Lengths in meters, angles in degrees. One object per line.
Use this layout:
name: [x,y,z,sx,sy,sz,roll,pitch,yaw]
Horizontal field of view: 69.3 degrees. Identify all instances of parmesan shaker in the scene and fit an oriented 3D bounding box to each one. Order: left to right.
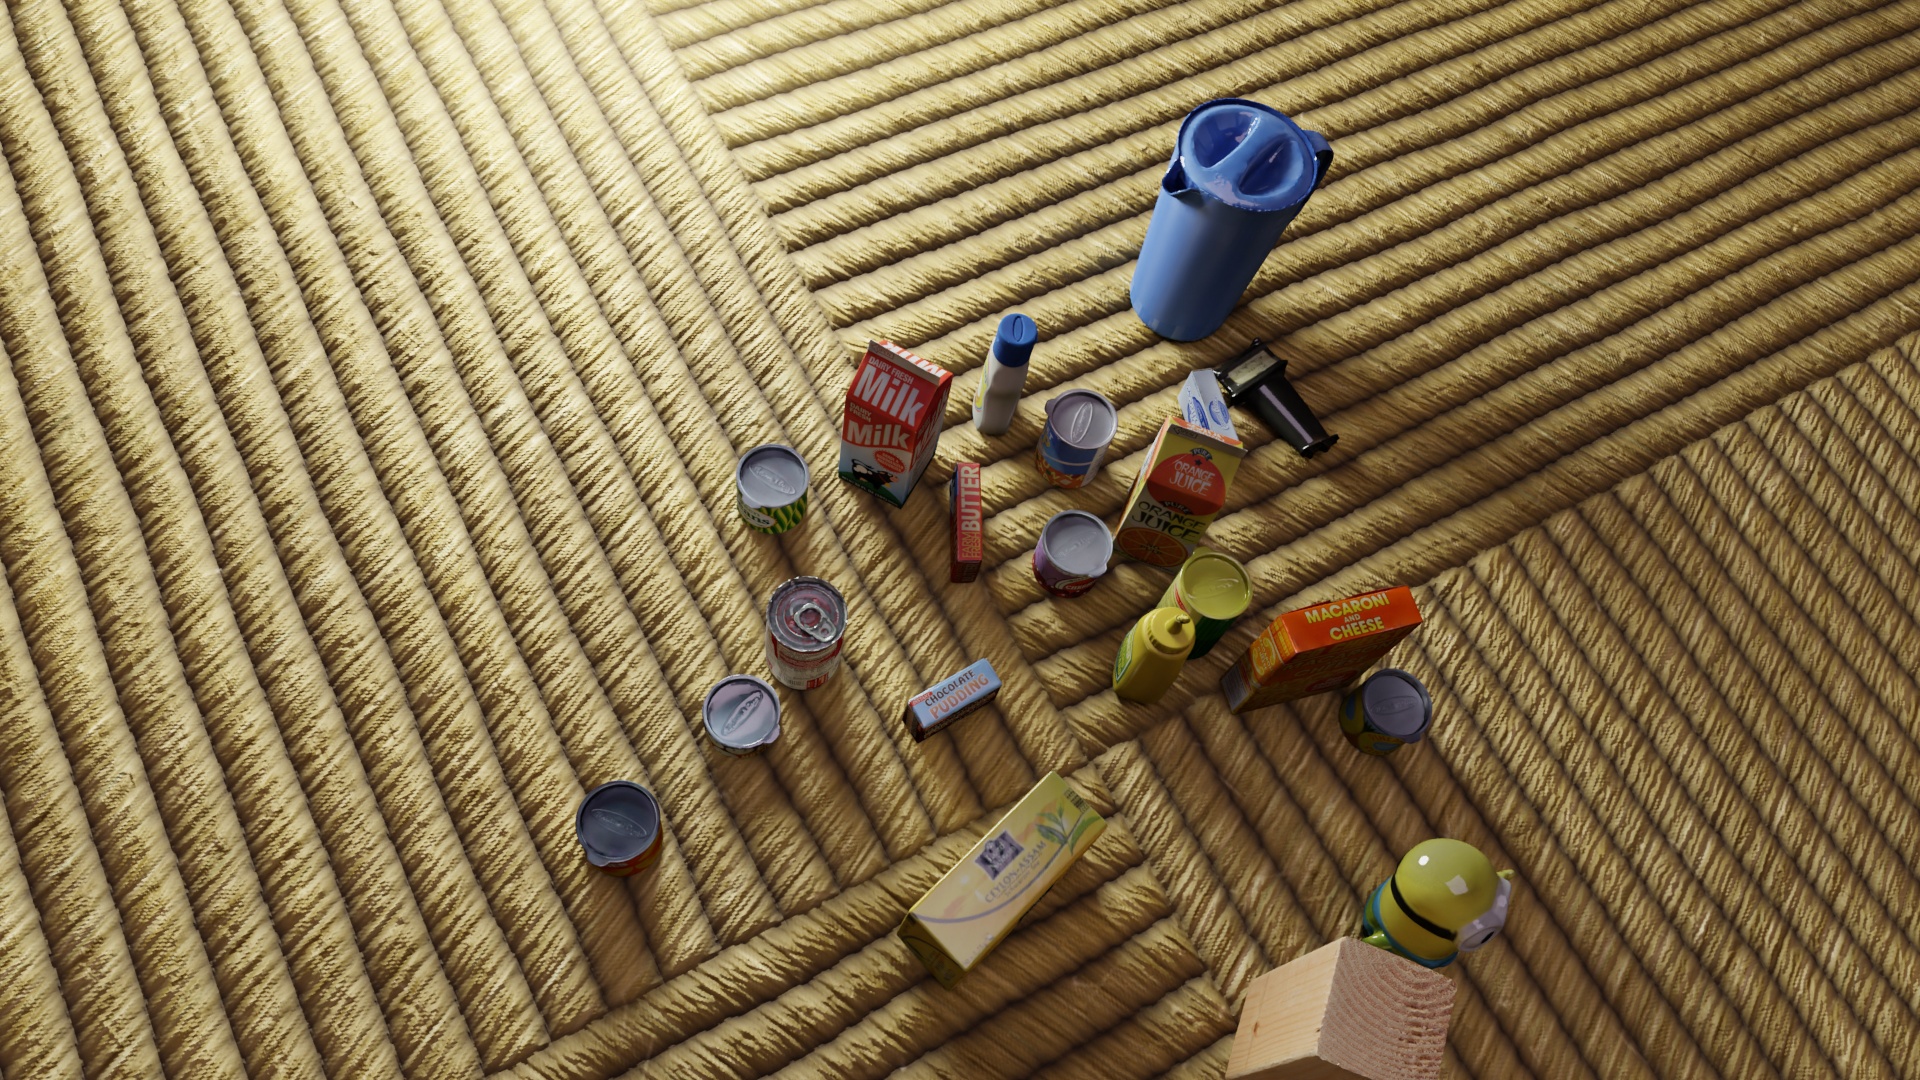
parmesan shaker: [0.217,0.058,1.264,0.071,0.102,0.071,3,64,-7]

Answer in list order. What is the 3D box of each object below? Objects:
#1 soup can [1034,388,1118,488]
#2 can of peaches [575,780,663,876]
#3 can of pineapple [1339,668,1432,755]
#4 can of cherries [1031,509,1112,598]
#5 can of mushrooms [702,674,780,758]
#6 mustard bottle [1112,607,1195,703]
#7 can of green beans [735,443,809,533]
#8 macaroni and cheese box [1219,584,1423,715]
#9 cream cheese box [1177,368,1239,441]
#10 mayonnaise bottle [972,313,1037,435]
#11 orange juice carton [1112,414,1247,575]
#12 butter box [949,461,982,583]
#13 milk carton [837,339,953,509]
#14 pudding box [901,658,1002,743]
soup can: [0.107,-0.098,1.334,0.071,0.083,0.071,3,64,-7]
can of peaches: [-0.277,0.236,1.125,0.071,0.057,0.071,4,64,-7]
can of pineapple: [0.387,0.159,1.266,0.071,0.057,0.071,4,64,-7]
can of cherries: [0.104,0.016,1.292,0.071,0.058,0.072,4,64,-7]
can of mushrooms: [-0.186,0.153,1.193,0.071,0.033,0.071,4,64,-7]
mustard bottle: [0.172,0.092,1.208,0.049,0.159,0.065,14,63,-2]
can of green beans: [-0.173,-0.047,1.280,0.071,0.057,0.071,4,64,-7]
macaroni and cheese box: [0.313,0.098,1.224,0.124,0.165,0.040,-12,67,-14]
cream cheese box: [0.248,-0.113,1.380,0.024,0.053,0.104,-9,66,-13]
mayonnaise bottle: [0.042,-0.160,1.318,0.041,0.147,0.065,6,64,-6]
orange juice carton: [0.198,-0.047,1.262,0.072,0.191,0.073,21,63,2]
butter box: [0.005,-0.016,1.295,0.024,0.053,0.104,3,64,-7]
milk carton: [-0.059,-0.113,1.255,0.072,0.189,0.074,28,64,5]
pudding box: [-0.008,0.140,1.218,0.084,0.049,0.030,-27,71,-20]
